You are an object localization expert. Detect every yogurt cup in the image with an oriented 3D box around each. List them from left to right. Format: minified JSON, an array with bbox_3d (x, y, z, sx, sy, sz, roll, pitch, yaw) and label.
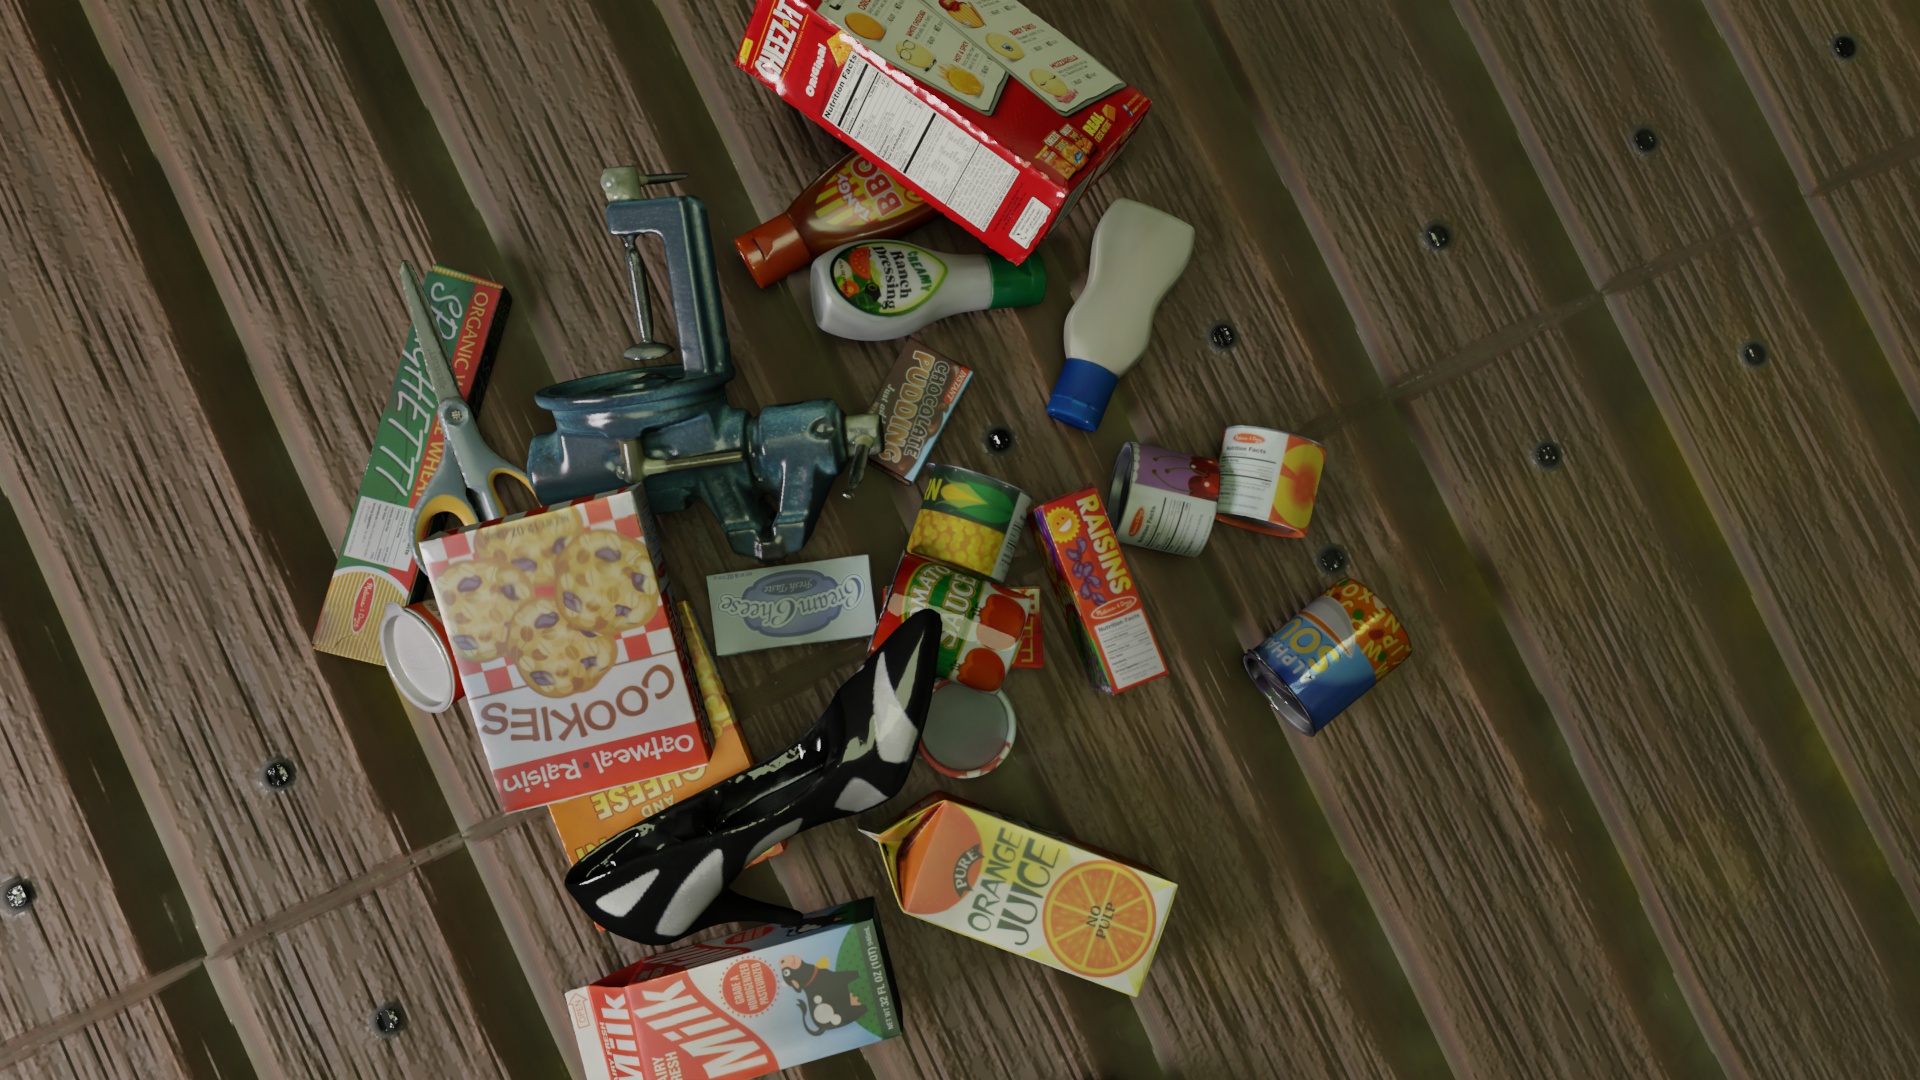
[{"bbox_3d":[-0.309,0.063,0.842,0.054,0.072,0.072,-29,87,-49],"label":"yogurt cup"}]

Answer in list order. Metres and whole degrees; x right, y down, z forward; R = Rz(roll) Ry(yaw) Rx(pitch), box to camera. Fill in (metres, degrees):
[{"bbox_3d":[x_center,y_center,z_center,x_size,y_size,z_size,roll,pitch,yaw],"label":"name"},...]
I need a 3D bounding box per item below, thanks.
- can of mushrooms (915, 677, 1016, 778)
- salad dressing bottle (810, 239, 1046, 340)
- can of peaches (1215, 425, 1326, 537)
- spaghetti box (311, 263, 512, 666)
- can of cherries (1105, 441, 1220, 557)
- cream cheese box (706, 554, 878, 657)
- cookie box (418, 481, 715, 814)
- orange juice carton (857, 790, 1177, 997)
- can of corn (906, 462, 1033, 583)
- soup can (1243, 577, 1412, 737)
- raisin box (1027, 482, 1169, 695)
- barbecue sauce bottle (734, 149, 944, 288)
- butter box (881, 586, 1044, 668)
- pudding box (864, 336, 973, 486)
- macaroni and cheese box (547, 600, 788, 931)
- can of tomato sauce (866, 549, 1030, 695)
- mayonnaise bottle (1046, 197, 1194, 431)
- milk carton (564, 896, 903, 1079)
[{"bbox_3d":[0.000,0.118,0.880,0.071,0.033,0.071,0,86,-5],"label":"can of mushrooms"},{"bbox_3d":[-0.020,-0.163,0.887,0.148,0.043,0.064,-8,72,-17],"label":"salad dressing bottle"},{"bbox_3d":[0.198,-0.037,0.893,0.071,0.071,0.058,15,84,-3],"label":"can of peaches"},{"bbox_3d":[-0.342,-0.047,0.872,0.050,0.028,0.250,15,84,-3],"label":"spaghetti box"},{"bbox_3d":[0.128,-0.028,0.887,0.058,0.071,0.071,11,85,-4],"label":"can of cherries"},{"bbox_3d":[-0.106,0.041,0.884,0.104,0.024,0.053,-8,87,-5],"label":"cream cheese box"},{"bbox_3d":[-0.223,0.063,0.803,0.123,0.040,0.167,-14,101,-1],"label":"cookie box"},{"bbox_3d":[0.026,0.207,0.855,0.193,0.071,0.073,21,84,-2],"label":"orange juice carton"},{"bbox_3d":[0.003,-0.011,0.876,0.071,0.071,0.058,19,85,-2],"label":"can of corn"},{"bbox_3d":[0.232,0.072,0.883,0.084,0.071,0.071,-38,89,-7],"label":"soup can"},{"bbox_3d":[0.084,0.031,0.867,0.040,0.086,0.123,-21,87,-4],"label":"raisin box"},{"bbox_3d":[-0.073,-0.214,0.899,0.149,0.043,0.065,-30,85,-6],"label":"barbecue sauce bottle"},{"bbox_3d":[0.001,0.056,0.890,0.103,0.024,0.053,0,84,-4],"label":"butter box"},{"bbox_3d":[-0.032,-0.082,0.897,0.049,0.030,0.084,30,84,-2],"label":"pudding box"},{"bbox_3d":[-0.194,0.137,0.861,0.124,0.040,0.166,-22,87,-6],"label":"macaroni and cheese box"},{"bbox_3d":[-0.007,0.050,0.842,0.083,0.071,0.071,20,84,-2],"label":"can of tomato sauce"},{"bbox_3d":[0.099,-0.145,0.907,0.065,0.041,0.148,23,85,0],"label":"mayonnaise bottle"},{"bbox_3d":[-0.135,0.279,0.836,0.191,0.073,0.072,-15,87,-5],"label":"milk carton"}]
